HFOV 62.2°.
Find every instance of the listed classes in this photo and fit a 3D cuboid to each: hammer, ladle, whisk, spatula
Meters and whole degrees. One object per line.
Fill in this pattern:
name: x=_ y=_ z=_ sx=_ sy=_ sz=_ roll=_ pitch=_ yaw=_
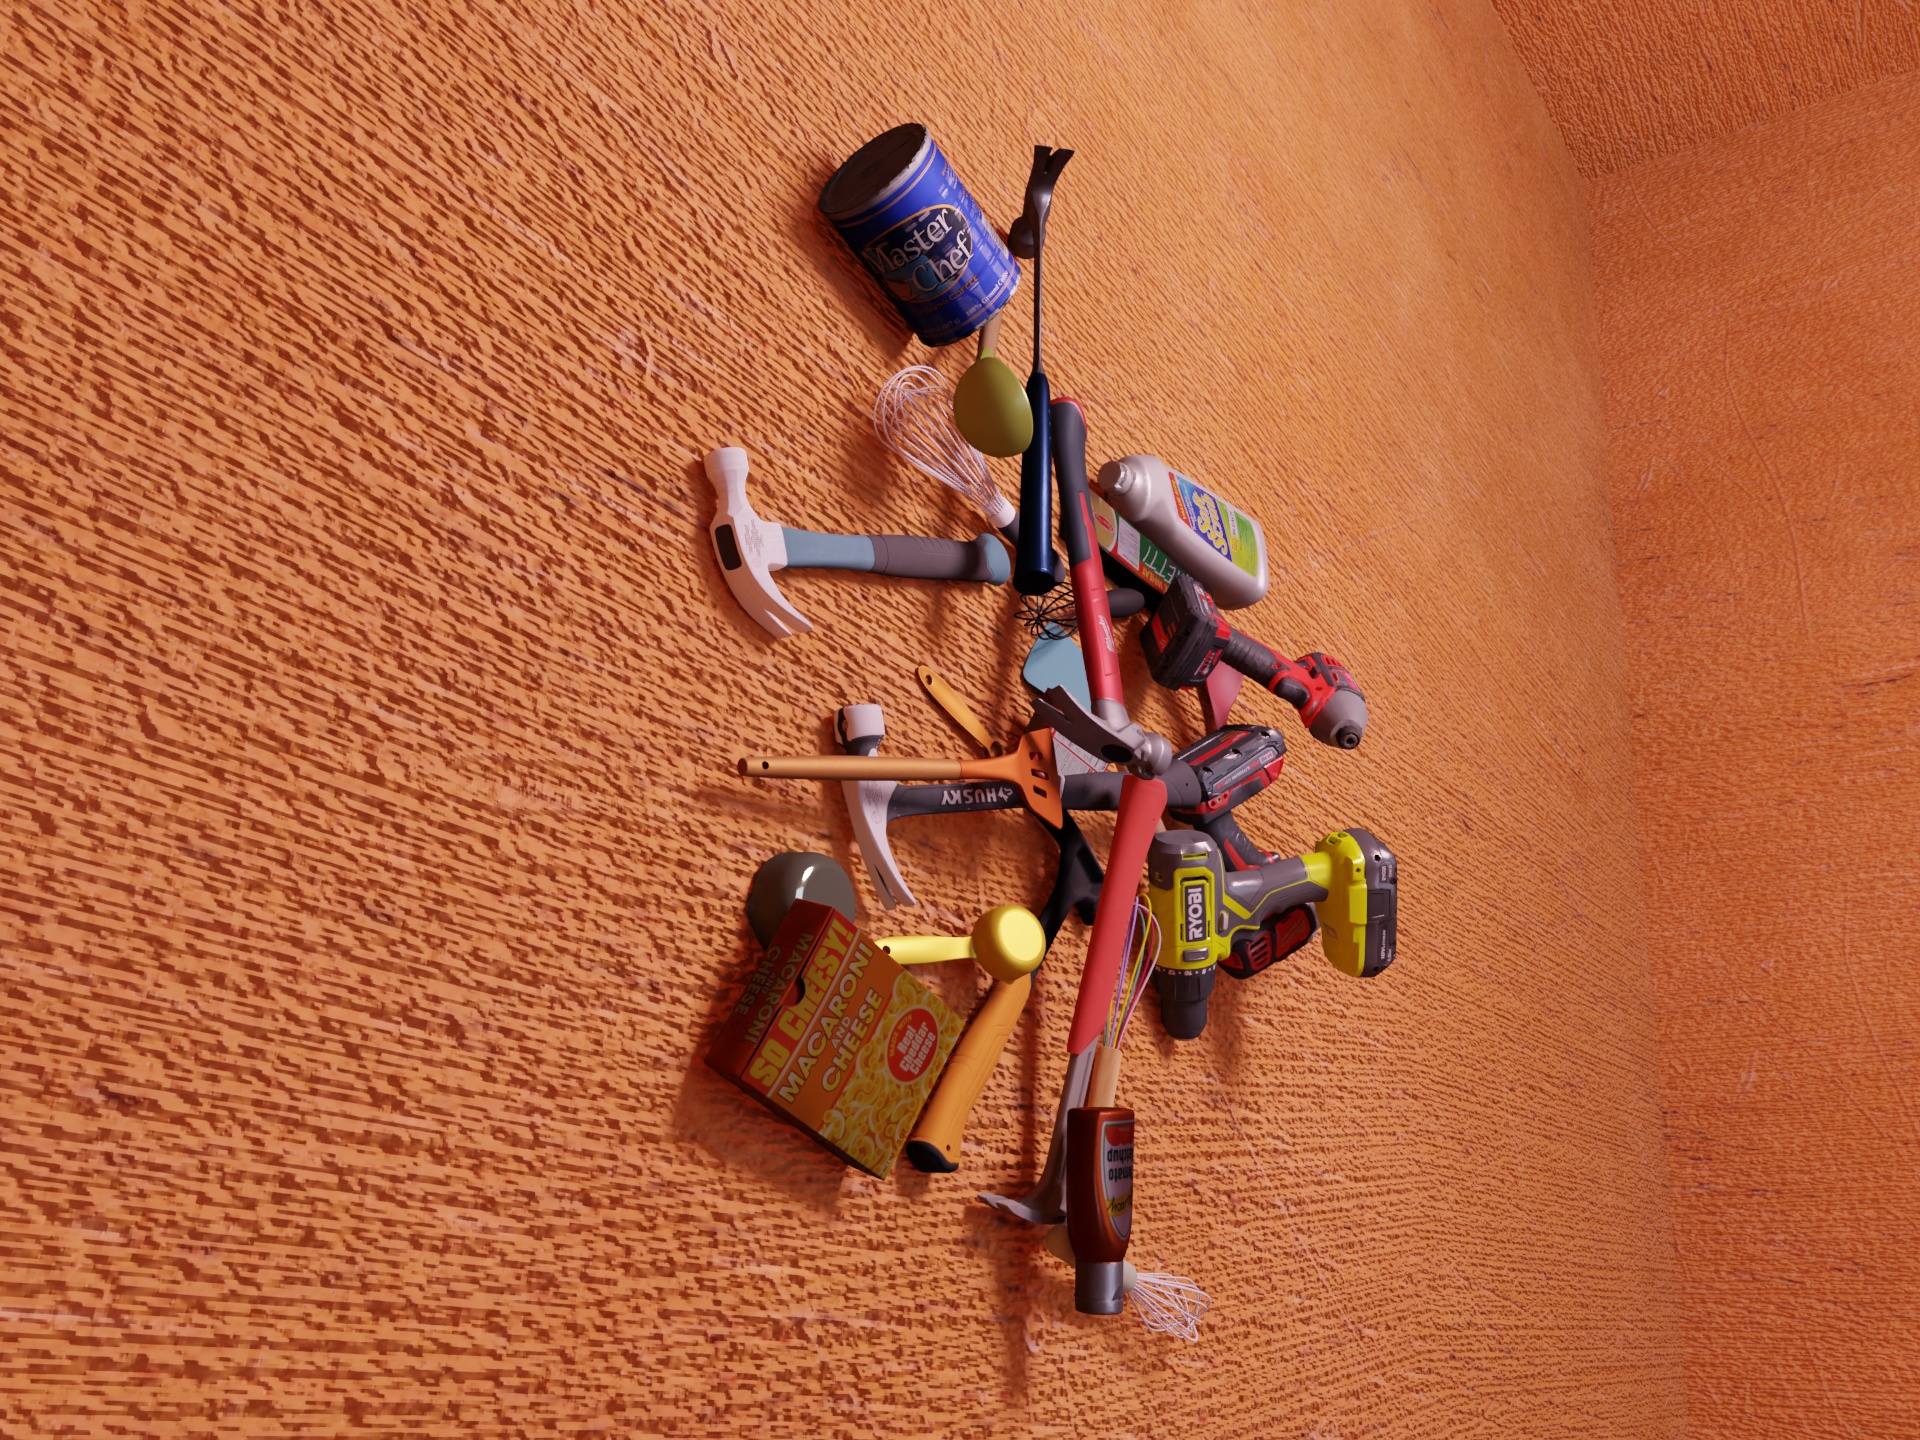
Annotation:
hammer: x=0.096 y=-0.137 z=1.341 sx=0.143 sy=0.038 sz=0.387 roll=30 pitch=42 yaw=-39
ladle: x=0.266 y=0.061 z=1.617 sx=0.069 sy=0.031 sz=0.316 roll=20 pitch=67 yaw=-45
hammer: x=0.064 y=-0.295 z=1.328 sx=0.144 sy=0.035 sz=0.406 roll=110 pitch=-17 yaw=-65
whisk: x=0.136 y=0.457 z=1.295 sx=0.246 sy=0.059 sz=0.058 roll=43 pitch=21 yaw=-42
hammer: x=0.036 y=0.210 z=1.249 sx=0.127 sy=0.034 sz=0.337 roll=60 pitch=39 yaw=-25
whisk: x=0.016 y=-0.191 z=1.321 sx=0.284 sy=0.070 sz=0.070 roll=44 pitch=48 yaw=-46
hammer: x=0.065 y=0.063 z=1.276 sx=0.408 sy=0.036 sz=0.149 roll=0 pitch=78 yaw=-46
hammer: x=-0.064 y=-0.127 z=1.205 sx=0.331 sy=0.033 sz=0.128 roll=-4 pitch=83 yaw=-55
whisk: x=0.132 y=0.261 z=1.363 sx=0.051 sy=0.047 sz=0.245 roll=40 pitch=53 yaw=-43
spatula: x=0.147 y=0.053 z=1.460 sx=0.317 sy=0.044 sz=0.082 roll=62 pitch=37 yaw=-29
spatula: x=-0.028 y=0.038 z=1.147 sx=0.322 sy=0.041 sz=0.081 roll=3 pitch=77 yaw=-42
hammer: x=0.103 y=0.217 z=1.266 sx=0.149 sy=0.037 sz=0.359 roll=27 pitch=74 yaw=-53
whisk: x=0.114 y=-0.102 z=1.436 sx=0.239 sy=0.055 sz=0.055 roll=-13 pitch=91 yaw=-61
ladle: x=0.035 y=-0.313 z=1.310 sx=0.320 sy=0.062 sz=0.078 roll=-83 pitch=168 yaw=-52

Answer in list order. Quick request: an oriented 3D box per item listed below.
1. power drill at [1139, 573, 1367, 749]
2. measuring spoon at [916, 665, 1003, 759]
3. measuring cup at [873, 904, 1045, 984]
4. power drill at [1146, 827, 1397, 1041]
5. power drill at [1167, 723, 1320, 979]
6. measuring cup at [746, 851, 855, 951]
power drill: x=0.288 y=-0.045 z=1.517 sx=0.219 sy=0.078 sz=0.143 roll=24 pitch=25 yaw=-14
measuring spoon: x=-0.002 y=-0.004 z=1.280 sx=0.116 sy=0.011 sz=0.021 roll=47 pitch=46 yaw=-31
measuring cup: x=0.001 y=0.166 z=1.186 sx=0.156 sy=0.029 sz=0.062 roll=3 pitch=66 yaw=-39
power drill: x=0.280 y=0.191 z=1.463 sx=0.228 sy=0.080 sz=0.190 roll=-5 pitch=101 yaw=-14
power drill: x=0.300 y=0.117 z=1.548 sx=0.188 sy=0.080 sz=0.226 roll=-28 pitch=105 yaw=-23
measuring cup: x=-0.099 y=0.170 z=1.068 sx=0.083 sy=0.038 sz=0.168 roll=8 pitch=74 yaw=-53
